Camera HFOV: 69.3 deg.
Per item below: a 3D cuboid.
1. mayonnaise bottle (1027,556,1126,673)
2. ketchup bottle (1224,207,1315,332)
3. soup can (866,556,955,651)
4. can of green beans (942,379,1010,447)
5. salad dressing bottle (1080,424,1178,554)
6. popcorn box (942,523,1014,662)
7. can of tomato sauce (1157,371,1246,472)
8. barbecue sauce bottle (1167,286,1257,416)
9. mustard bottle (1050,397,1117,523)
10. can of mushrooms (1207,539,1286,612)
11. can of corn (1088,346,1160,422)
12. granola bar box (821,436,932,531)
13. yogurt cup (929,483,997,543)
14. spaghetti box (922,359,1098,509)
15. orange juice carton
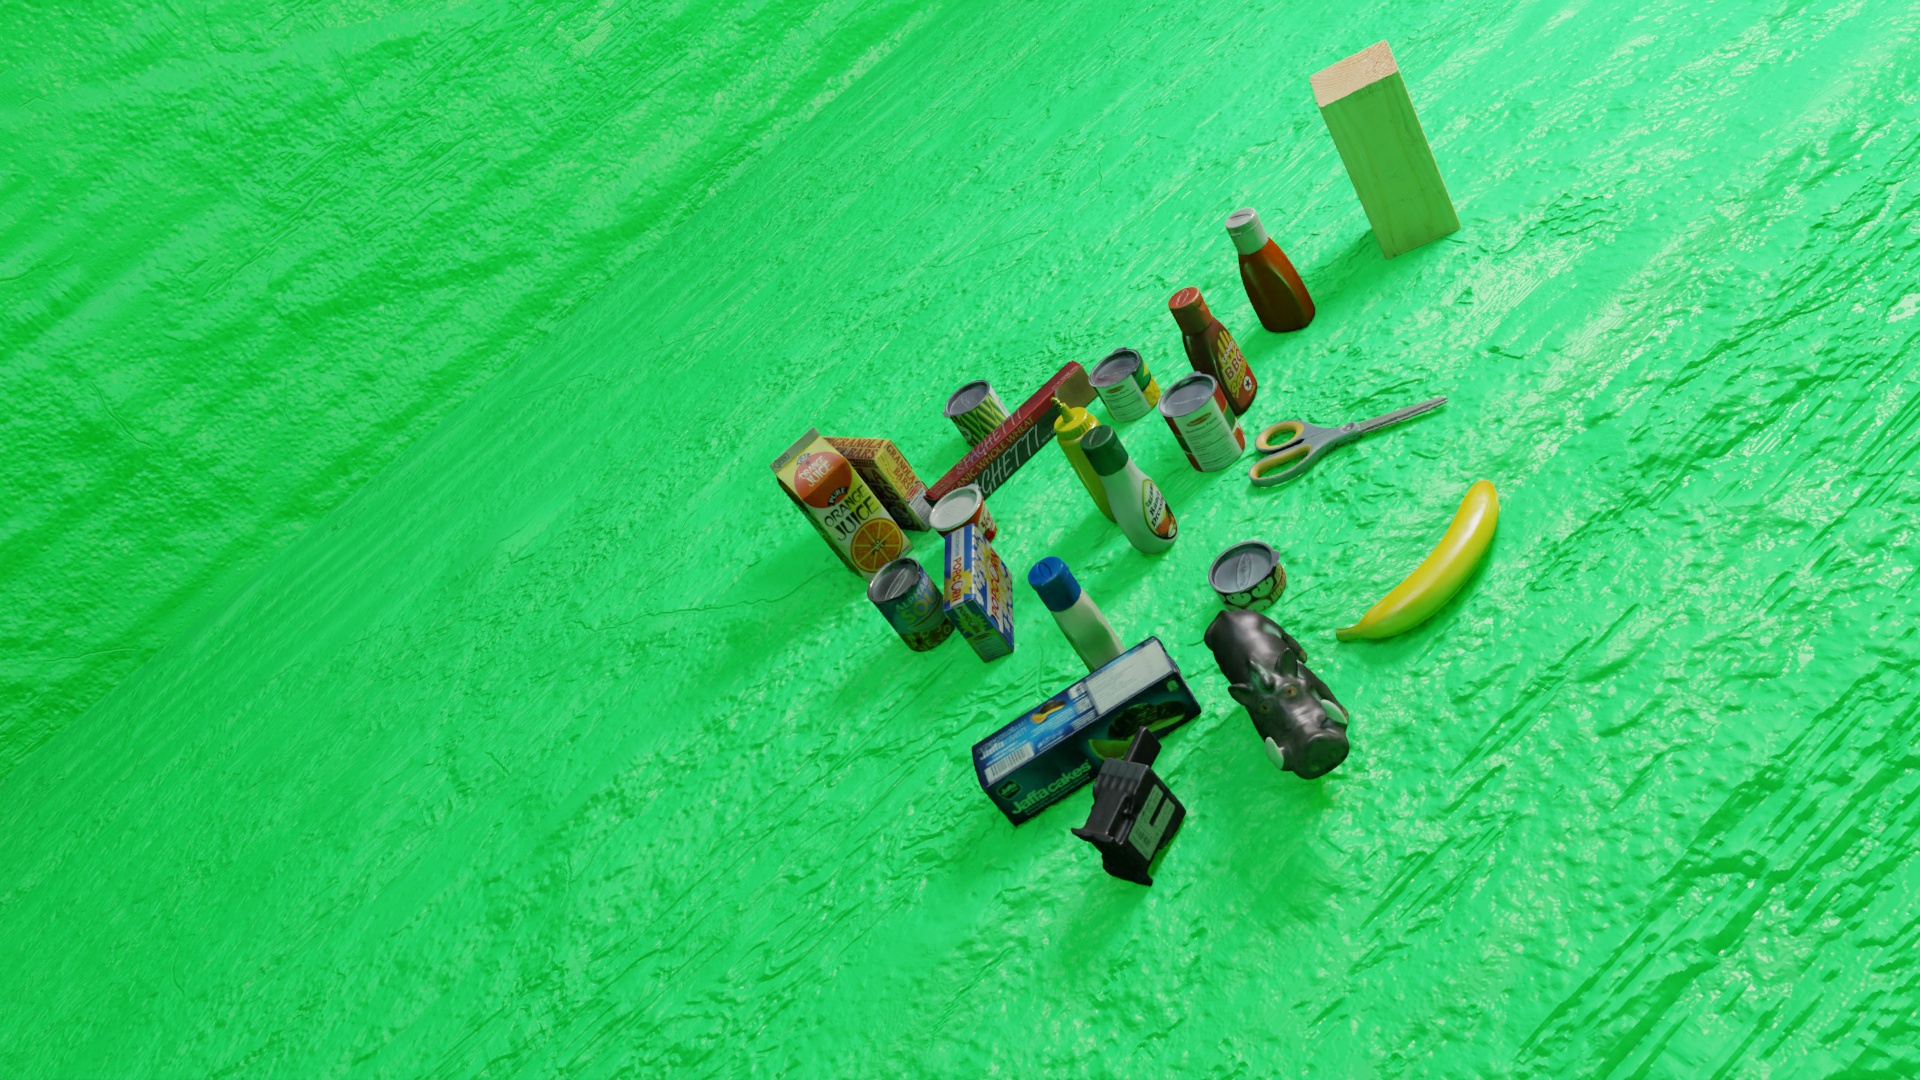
[{"bbox_3d":[0.111,0.076,1.278,0.041,0.147,0.065,-36,32,2],"label":"mayonnaise bottle"},{"bbox_3d":[0.340,-0.300,1.547,0.064,0.148,0.044,2,48,45],"label":"ketchup bottle"},{"bbox_3d":[-0.049,0.070,1.497,0.071,0.083,0.072,-25,34,18],"label":"soup can"},{"bbox_3d":[0.022,-0.159,1.748,0.071,0.057,0.071,-25,34,18],"label":"can of green beans"},{"bbox_3d":[0.168,-0.051,1.389,0.044,0.147,0.064,-10,41,36],"label":"salad dressing bottle"},{"bbox_3d":[0.019,0.054,1.452,0.038,0.085,0.127,-24,34,18],"label":"popcorn box"},{"bbox_3d":[0.255,-0.124,1.462,0.071,0.083,0.071,-25,34,18],"label":"can of tomato sauce"},{"bbox_3d":[0.269,-0.204,1.490,0.043,0.148,0.065,-3,45,41],"label":"barbecue sauce bottle"},{"bbox_3d":[0.138,-0.091,1.456,0.049,0.159,0.065,-28,33,14],"label":"mustard bottle"},{"bbox_3d":[0.269,0.034,1.292,0.071,0.033,0.071,-24,34,18],"label":"can of mushrooms"},{"bbox_3d":[0.192,-0.182,1.618,0.071,0.058,0.071,-25,34,18],"label":"can of corn"},{"bbox_3d":[-0.114,-0.072,1.702,0.165,0.124,0.039,7,52,47],"label":"granola bar box"},{"bbox_3d":[0.006,-0.020,1.589,0.072,0.053,0.073,-24,34,18],"label":"yogurt cup"},{"bbox_3d":[0.062,-0.116,1.663,0.250,0.050,0.029,-43,33,-11],"label":"spaghetti box"},{"bbox_3d":[-0.144,-0.043,1.629,0.072,0.192,0.073,-43,33,-11],"label":"orange juice carton"}]
